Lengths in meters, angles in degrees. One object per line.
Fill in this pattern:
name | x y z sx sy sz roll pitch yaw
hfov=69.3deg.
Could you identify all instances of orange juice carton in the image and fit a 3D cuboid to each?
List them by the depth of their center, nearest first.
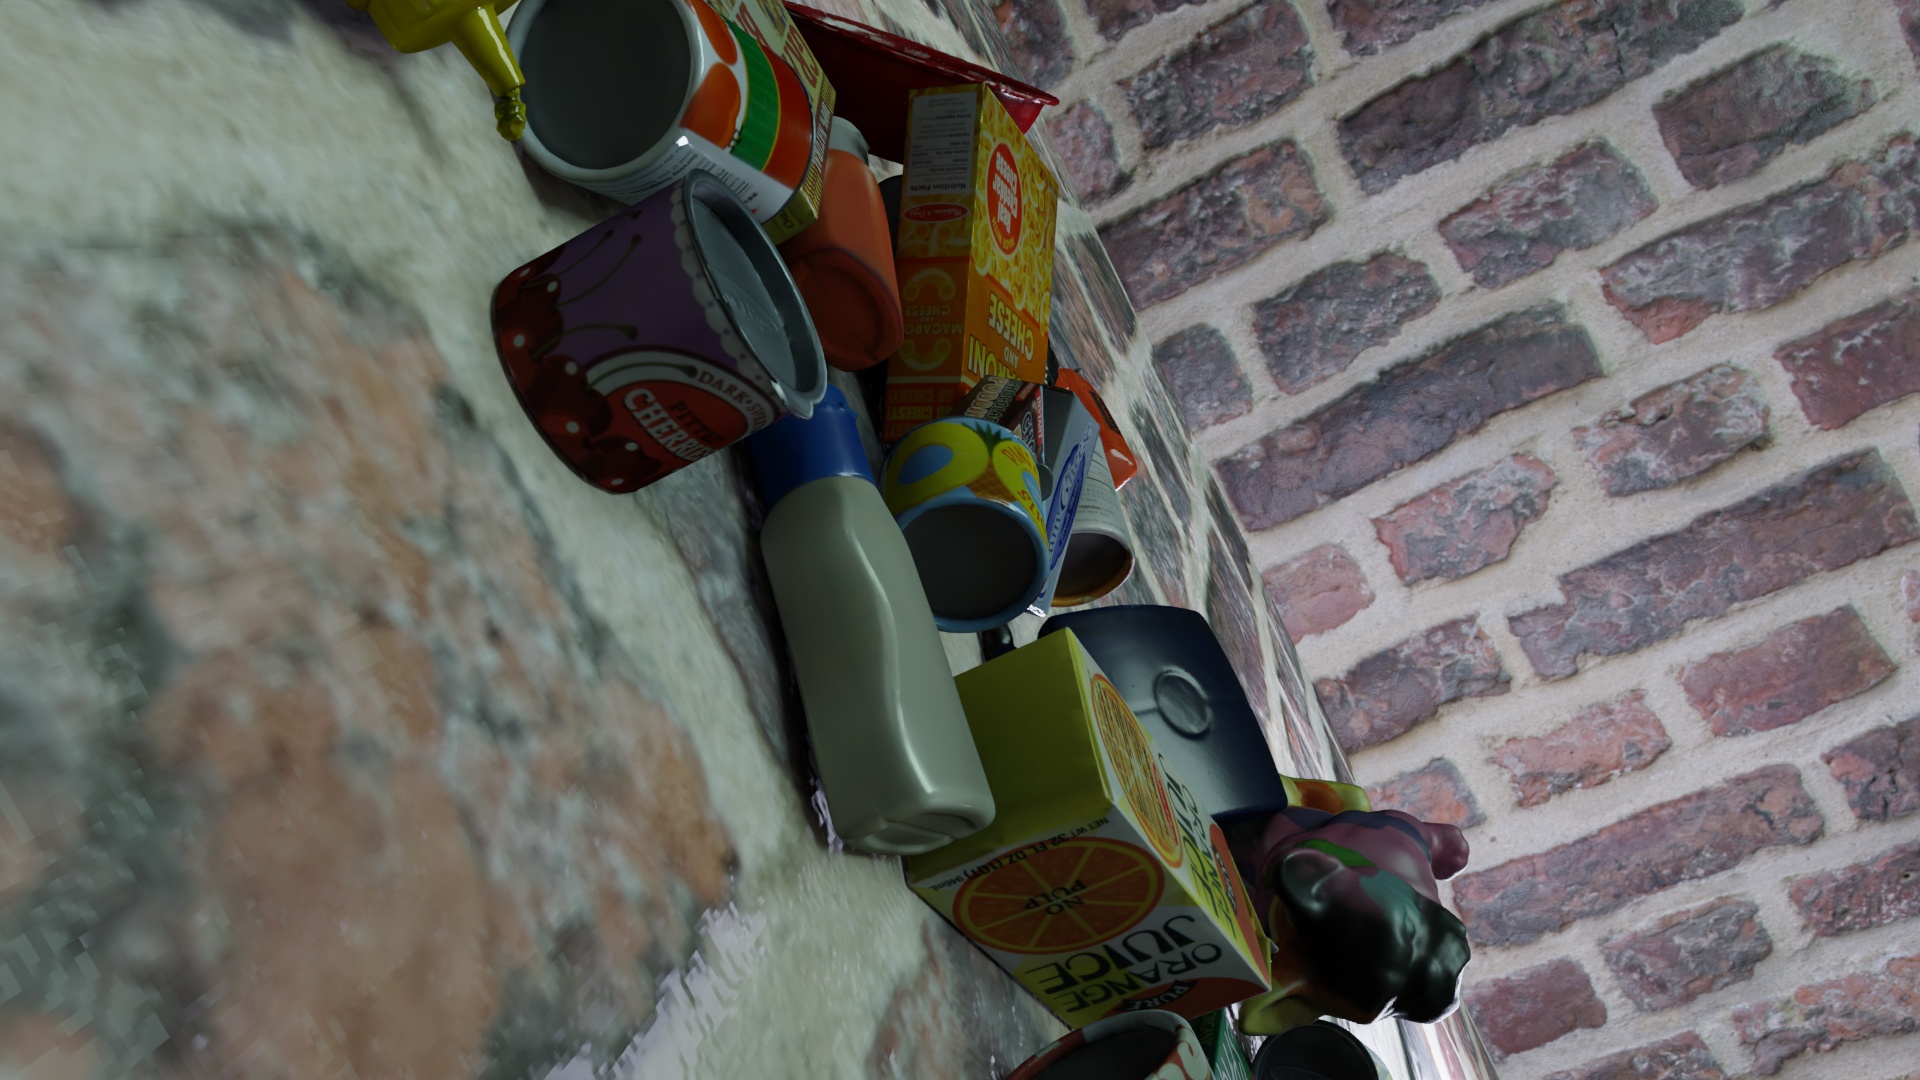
orange juice carton | 0.054 0.122 0.504 0.192 0.071 0.073 52 19 -41

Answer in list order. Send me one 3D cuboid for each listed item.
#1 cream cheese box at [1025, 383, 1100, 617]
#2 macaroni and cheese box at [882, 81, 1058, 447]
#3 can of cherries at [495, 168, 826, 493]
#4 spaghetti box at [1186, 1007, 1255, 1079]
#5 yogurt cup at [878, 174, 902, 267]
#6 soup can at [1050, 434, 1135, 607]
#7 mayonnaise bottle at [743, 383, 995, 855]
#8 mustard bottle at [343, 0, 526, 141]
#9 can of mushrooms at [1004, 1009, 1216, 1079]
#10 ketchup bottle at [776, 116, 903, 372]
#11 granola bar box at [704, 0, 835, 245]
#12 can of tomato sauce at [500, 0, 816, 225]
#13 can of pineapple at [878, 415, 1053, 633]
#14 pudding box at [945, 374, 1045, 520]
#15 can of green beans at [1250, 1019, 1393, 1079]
cream cheese box | 0.039 -0.018 0.669 0.053 0.024 0.104 33 72 -67
macaroni and cheese box | 0.008 -0.114 0.669 0.123 0.040 0.166 24 69 -68
can of cherries | -0.076 -0.051 0.359 0.071 0.058 0.072 59 14 -25
spaghetti box | 0.086 0.243 0.505 0.050 0.028 0.250 66 14 1
yogurt cup | -0.021 -0.164 0.740 0.072 0.072 0.054 66 22 4
soup can | 0.052 -0.014 0.745 0.071 0.071 0.084 51 21 -45
mayonnaise bottle | -0.033 0.021 0.429 0.064 0.041 0.148 39 28 -62
mustard bottle | -0.144 -0.171 0.331 0.160 0.049 0.065 61 16 -16
can of mushrooms | 0.042 0.168 0.400 0.033 0.071 0.071 65 14 -1
ketchup bottle | -0.055 -0.139 0.611 0.064 0.043 0.149 55 17 -38
granola bar box | -0.101 -0.200 0.558 0.124 0.039 0.166 56 16 -30
can of tomato sauce | -0.091 -0.136 0.427 0.071 0.071 0.083 66 15 5
can of pineapple | 0.002 -0.007 0.539 0.070 0.071 0.058 57 17 -31
pudding box | 0.014 -0.023 0.599 0.050 0.030 0.083 -52 147 -47
can of green beans | 0.191 0.290 0.730 0.057 0.071 0.071 47 23 -53
